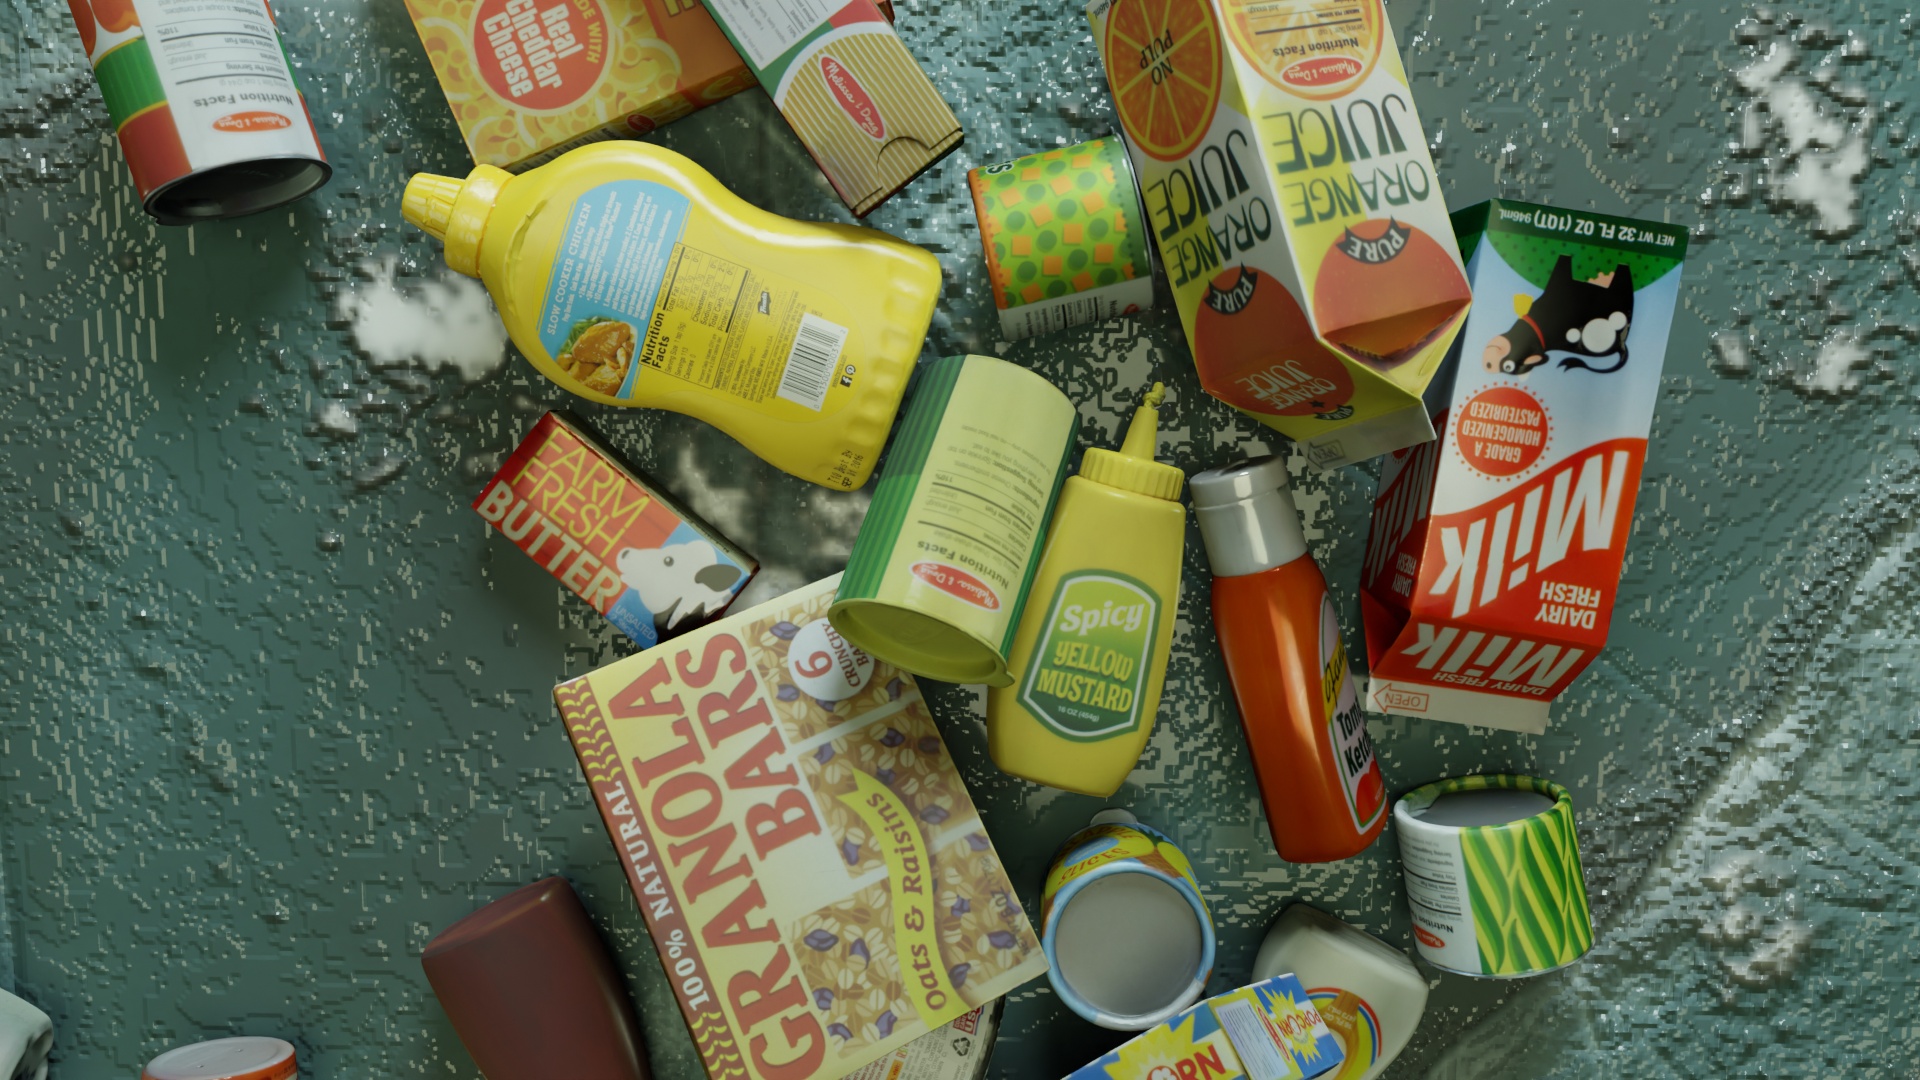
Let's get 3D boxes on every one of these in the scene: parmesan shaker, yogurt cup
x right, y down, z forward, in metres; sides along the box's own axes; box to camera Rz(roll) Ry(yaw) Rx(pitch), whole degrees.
[{"bbox_3d":[0.002,-0.006,0.510,0.071,0.071,0.103,19,66,-1],"label":"parmesan shaker"},{"bbox_3d":[-0.299,0.235,0.560,0.072,0.072,0.054,0,88,1],"label":"yogurt cup"}]

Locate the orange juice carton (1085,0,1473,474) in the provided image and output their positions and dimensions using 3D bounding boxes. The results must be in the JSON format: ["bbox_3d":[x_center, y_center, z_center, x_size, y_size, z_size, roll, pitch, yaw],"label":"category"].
[{"bbox_3d":[0.117,-0.120,0.492,0.073,0.071,0.192,-17,89,-24],"label":"orange juice carton"}]

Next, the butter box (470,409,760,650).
[{"bbox_3d":[-0.136,-0.001,0.553,0.103,0.024,0.053,39,95,-3],"label":"butter box"}]

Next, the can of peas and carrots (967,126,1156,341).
[{"bbox_3d":[0.037,-0.114,0.518,0.059,0.071,0.071,-13,95,3],"label":"can of peas and carrots"}]

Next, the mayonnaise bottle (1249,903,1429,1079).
[{"bbox_3d":[0.128,0.225,0.559,0.065,0.041,0.148,26,95,1],"label":"mayonnaise bottle"}]

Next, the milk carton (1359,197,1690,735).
[{"bbox_3d":[0.202,-0.024,0.518,0.072,0.073,0.190,8,96,1],"label":"milk carton"}]

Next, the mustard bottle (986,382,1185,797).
[{"bbox_3d":[0.054,0.016,0.537,0.065,0.049,0.160,13,96,-5],"label":"mustard bottle"}]

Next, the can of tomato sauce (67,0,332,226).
[{"bbox_3d":[-0.286,-0.170,0.521,0.071,0.071,0.083,-19,94,3],"label":"can of tomato sauce"}]

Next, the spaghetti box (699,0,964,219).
[{"bbox_3d":[-0.089,-0.229,0.486,0.050,0.029,0.250,-36,94,4],"label":"spaghetti box"}]

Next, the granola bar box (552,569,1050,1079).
[{"bbox_3d":[-0.060,0.108,0.512,0.124,0.039,0.166,-22,75,-16],"label":"granola bar box"}]

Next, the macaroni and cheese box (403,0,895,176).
[{"bbox_3d":[-0.124,-0.224,0.524,0.166,0.040,0.123,-22,95,4],"label":"macaroni and cheese box"}]

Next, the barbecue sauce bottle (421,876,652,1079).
[{"bbox_3d":[-0.156,0.215,0.564,0.065,0.044,0.148,-26,95,4],"label":"barbecue sauce bottle"}]

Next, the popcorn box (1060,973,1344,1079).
[{"bbox_3d":[0.068,0.209,0.517,0.126,0.085,0.038,-38,63,23],"label":"popcorn box"}]

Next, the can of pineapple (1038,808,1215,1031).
[{"bbox_3d":[0.063,0.148,0.544,0.071,0.058,0.071,0,93,3],"label":"can of pineapple"}]

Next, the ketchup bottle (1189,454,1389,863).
[{"bbox_3d":[0.123,0.043,0.528,0.043,0.065,0.148,-13,98,28],"label":"ketchup bottle"}]

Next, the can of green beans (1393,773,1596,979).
[{"bbox_3d":[0.205,0.127,0.536,0.071,0.071,0.057,-10,95,2],"label":"can of green beans"}]
